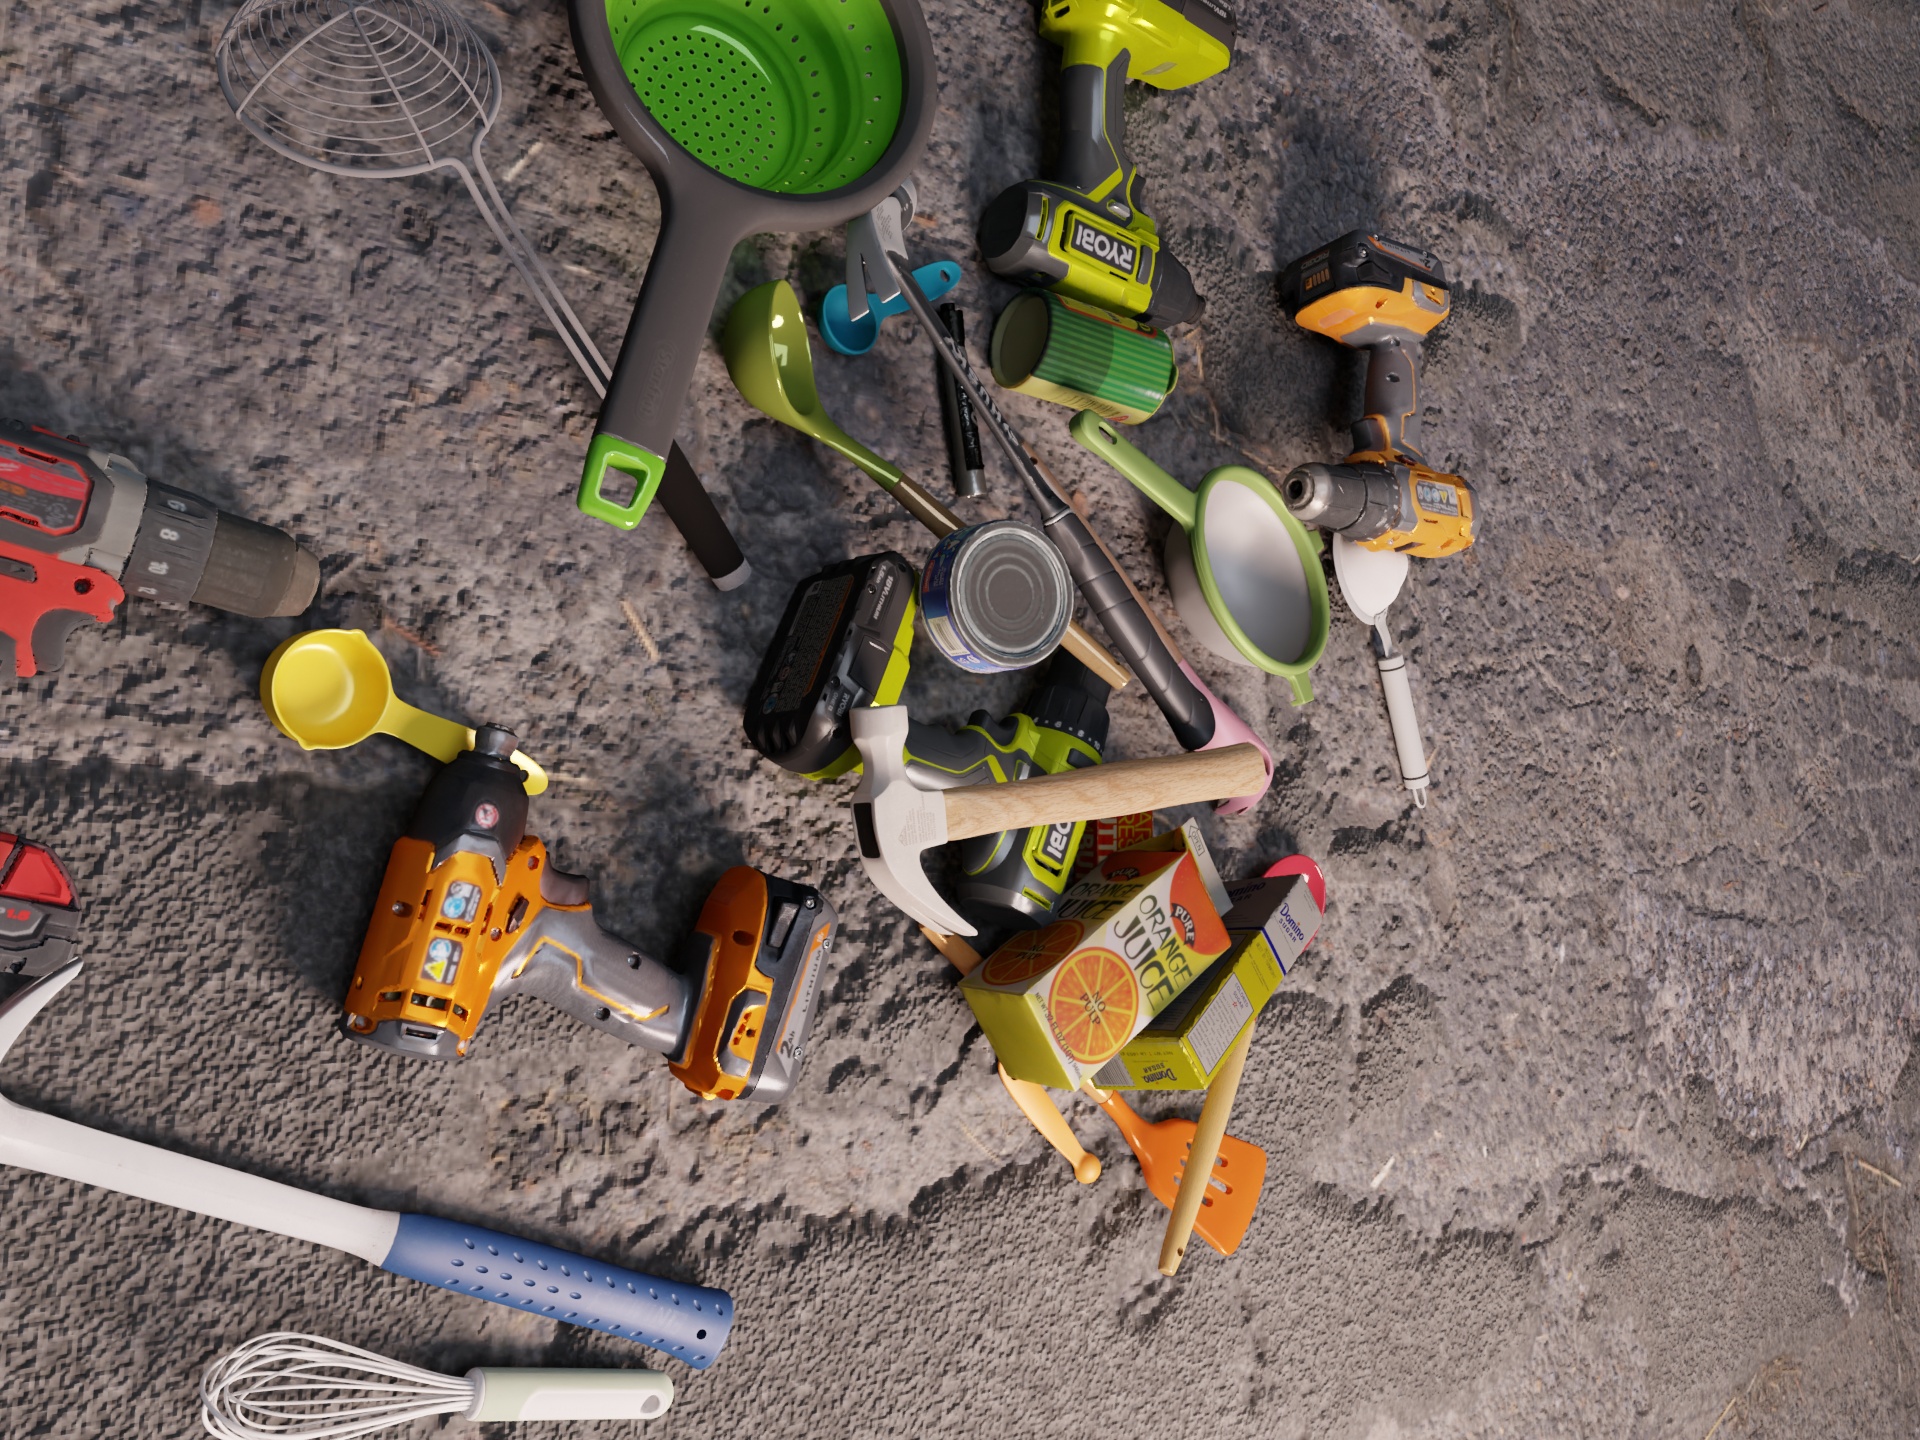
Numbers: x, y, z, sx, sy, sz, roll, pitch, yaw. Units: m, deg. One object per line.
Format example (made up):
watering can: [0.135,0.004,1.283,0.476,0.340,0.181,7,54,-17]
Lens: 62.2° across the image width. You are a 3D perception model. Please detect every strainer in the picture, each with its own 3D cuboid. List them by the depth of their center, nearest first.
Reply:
strainer: [0.146,-0.119,1.063,0.256,0.069,0.152,33,52,-31]
strainer: [0.332,-0.053,1.222,0.087,0.050,0.258,-31,110,-48]

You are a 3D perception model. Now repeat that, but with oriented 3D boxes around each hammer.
hammer: [-0.282,0.241,0.765,0.405,0.035,0.144,30,72,-31]
hammer: [0.071,0.047,0.946,0.331,0.031,0.130,-5,91,-42]
hammer: [0.051,-0.136,0.967,0.408,0.036,0.149,53,23,-26]

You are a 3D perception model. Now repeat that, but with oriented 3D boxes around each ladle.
ladle: [-0.010,-0.130,0.927,0.320,0.062,0.078,40,28,-15]
ladle: [0.188,0.227,1.084,0.069,0.031,0.316,42,56,-25]

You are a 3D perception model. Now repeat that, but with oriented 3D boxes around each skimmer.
skimmer: [-0.228,-0.215,0.828,0.127,0.090,0.363,-52,126,-31]

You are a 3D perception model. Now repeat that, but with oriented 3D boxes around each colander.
colander: [-0.141,-0.276,0.839,0.204,0.094,0.397,22,72,-26]

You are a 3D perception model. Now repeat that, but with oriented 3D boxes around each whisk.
whisk: [-0.247,0.331,0.781,0.246,0.059,0.058,20,99,-39]

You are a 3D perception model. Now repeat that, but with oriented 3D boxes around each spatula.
spatula: [0.086,0.227,1.029,0.322,0.041,0.081,47,54,-24]

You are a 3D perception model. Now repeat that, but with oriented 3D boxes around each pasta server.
pasta server: [0.125,-0.059,1.081,0.060,0.040,0.316,-48,110,-27]

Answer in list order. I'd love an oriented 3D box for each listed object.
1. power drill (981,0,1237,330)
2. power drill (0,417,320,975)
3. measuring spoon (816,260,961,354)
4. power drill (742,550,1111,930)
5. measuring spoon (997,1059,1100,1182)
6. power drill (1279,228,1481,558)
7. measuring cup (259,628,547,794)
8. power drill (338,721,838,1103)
power drill: [0.108,-0.378,1.052,0.171,0.080,0.223,13,84,-35]
power drill: [-0.390,-0.009,0.676,0.187,0.080,0.227,18,75,-35]
measuring spoon: [-0.045,-0.256,0.974,0.128,0.021,0.042,-37,109,-41]
power drill: [-0.002,-0.003,0.955,0.228,0.080,0.191,34,65,-32]
measuring spoon: [0.059,0.258,1.026,0.021,0.011,0.116,-47,114,-28]
power drill: [0.291,-0.233,1.153,0.185,0.084,0.226,2,79,-38]
measuring cup: [-0.275,0.004,0.793,0.156,0.029,0.062,33,72,-43]
power drill: [-0.181,0.104,0.815,0.226,0.084,0.164,19,80,-30]
